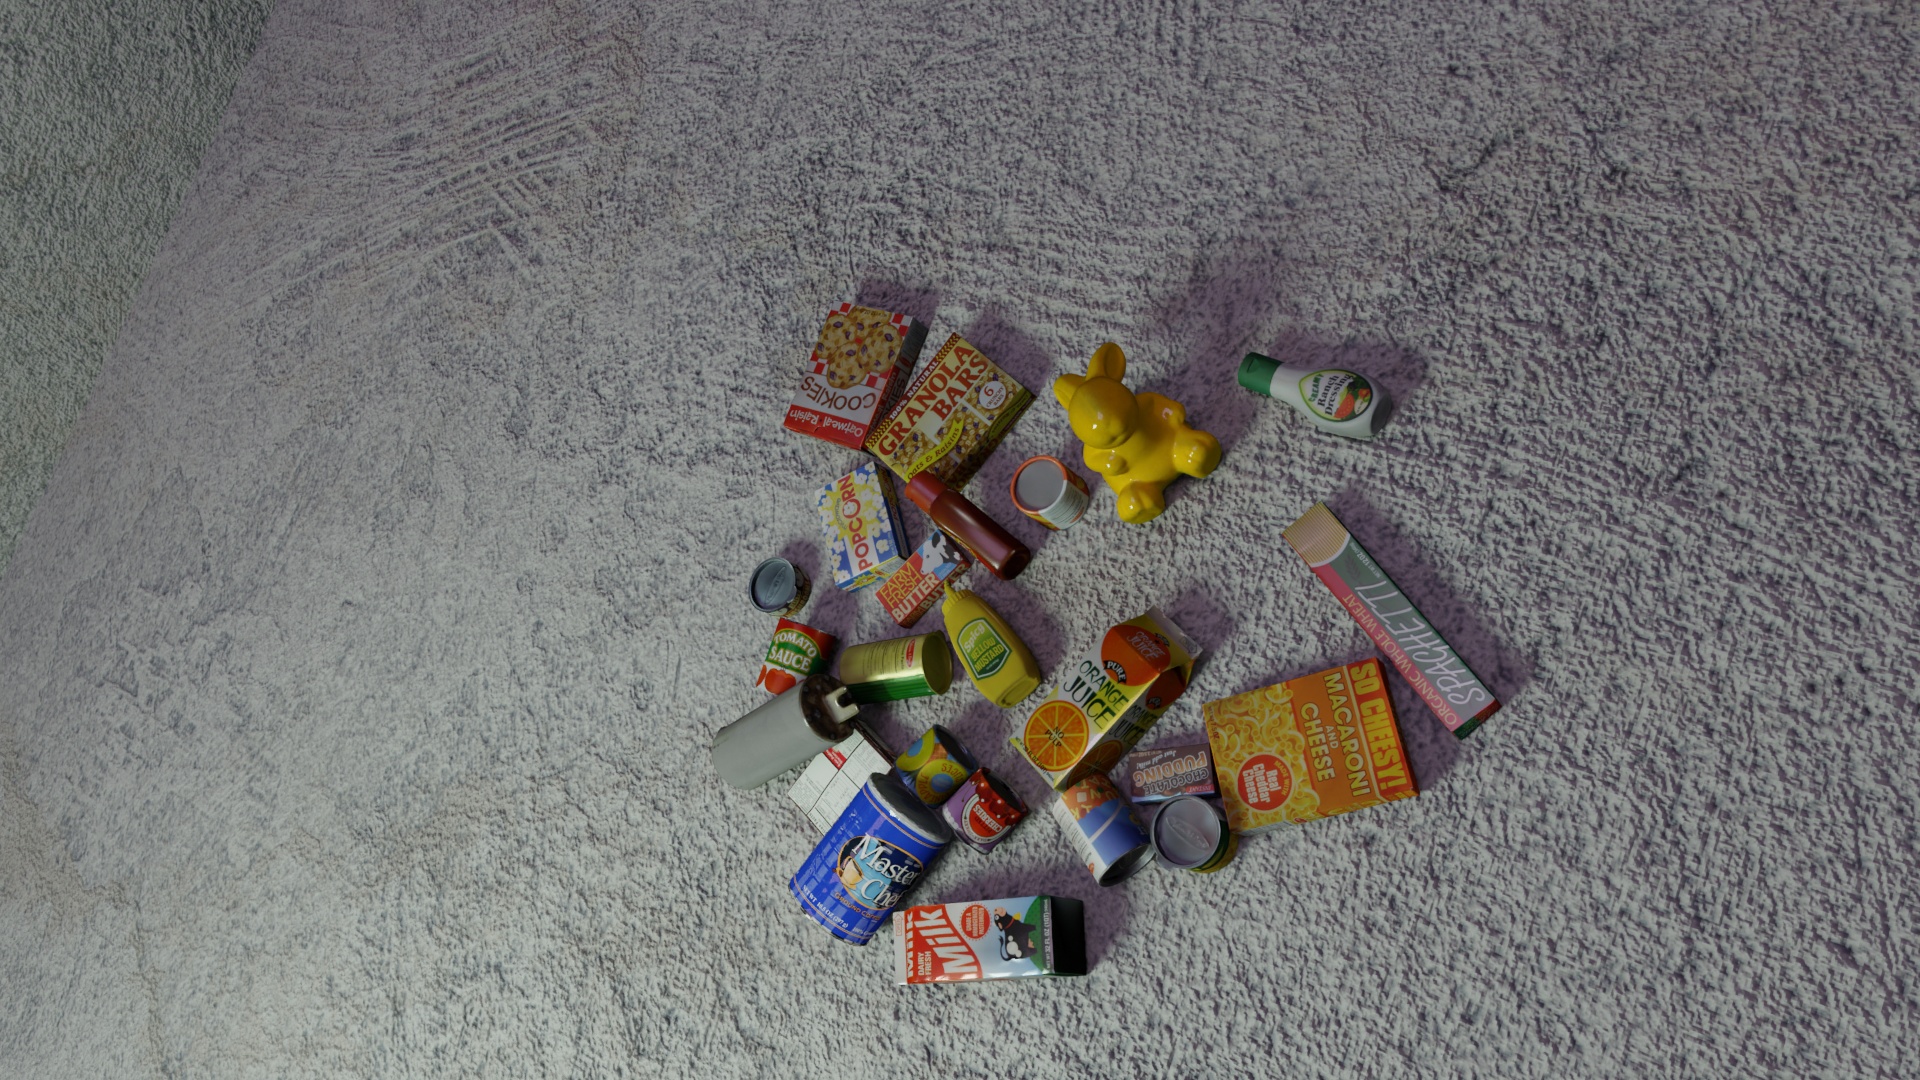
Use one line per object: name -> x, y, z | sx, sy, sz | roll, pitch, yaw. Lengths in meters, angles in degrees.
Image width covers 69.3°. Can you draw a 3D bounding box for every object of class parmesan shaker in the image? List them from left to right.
parmesan shaker -> -0.068, 0.134, 1.474 | 0.103, 0.071, 0.071 | -11, 68, 27

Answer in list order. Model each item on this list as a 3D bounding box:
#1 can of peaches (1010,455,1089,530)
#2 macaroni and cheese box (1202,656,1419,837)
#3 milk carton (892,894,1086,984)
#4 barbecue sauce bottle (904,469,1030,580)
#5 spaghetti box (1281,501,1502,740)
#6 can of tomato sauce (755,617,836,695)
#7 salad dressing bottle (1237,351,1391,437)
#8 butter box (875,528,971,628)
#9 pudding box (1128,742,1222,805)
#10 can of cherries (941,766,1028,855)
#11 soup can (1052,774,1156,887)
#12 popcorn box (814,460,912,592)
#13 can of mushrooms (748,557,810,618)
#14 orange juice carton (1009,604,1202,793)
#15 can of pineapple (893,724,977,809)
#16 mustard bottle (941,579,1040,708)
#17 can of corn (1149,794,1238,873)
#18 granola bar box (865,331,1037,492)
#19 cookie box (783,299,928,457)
can of peaches -> 0.092, -0.051, 1.453 | 0.071, 0.058, 0.071 | -10, 69, 26
macaroni and cheese box -> 0.314, 0.187, 1.252 | 0.166, 0.040, 0.124 | -20, 64, 23
milk carton -> 0.018, 0.384, 1.330 | 0.190, 0.073, 0.072 | -13, 67, 26
barbecue sauce bottle -> 0.005, -0.018, 1.471 | 0.149, 0.065, 0.043 | 40, 95, 21
spaghetti box -> 0.387, 0.068, 1.260 | 0.050, 0.028, 0.251 | -41, 57, 12
can of tomato sauce -> -0.183, 0.134, 1.536 | 0.071, 0.071, 0.083 | 14, 81, 33
salad dressing bottle -> 0.342, -0.146, 1.353 | 0.148, 0.044, 0.064 | 25, 87, 34
butter box -> -0.041, 0.042, 1.515 | 0.103, 0.024, 0.053 | -46, 56, 7
pudding box -> 0.203, 0.221, 1.309 | 0.083, 0.030, 0.050 | -12, 68, 26
can of cherries -> 0.024, 0.267, 1.370 | 0.058, 0.071, 0.072 | -46, 57, 7
soup can -> 0.138, 0.271, 1.308 | 0.071, 0.071, 0.084 | -42, 57, 11
popcorn box -> -0.110, -0.015, 1.566 | 0.085, 0.038, 0.127 | -26, 62, 20
can of mushrooms -> -0.207, 0.056, 1.599 | 0.071, 0.033, 0.071 | -10, 67, 26
orange juice carton -> 0.145, 0.153, 1.341 | 0.192, 0.073, 0.072 | -48, 56, 6
can of pineapple -> -0.024, 0.230, 1.412 | 0.058, 0.071, 0.071 | -43, 57, 9
mustard bottle -> 0.020, 0.099, 1.445 | 0.065, 0.048, 0.161 | -42, 58, 9
can of corn -> 0.213, 0.271, 1.268 | 0.071, 0.058, 0.071 | -10, 68, 26
granola bar box -> -0.013, -0.134, 1.553 | 0.165, 0.039, 0.124 | -51, 57, 5
cookie box -> -0.125, -0.192, 1.637 | 0.123, 0.040, 0.167 | 17, 82, 33
